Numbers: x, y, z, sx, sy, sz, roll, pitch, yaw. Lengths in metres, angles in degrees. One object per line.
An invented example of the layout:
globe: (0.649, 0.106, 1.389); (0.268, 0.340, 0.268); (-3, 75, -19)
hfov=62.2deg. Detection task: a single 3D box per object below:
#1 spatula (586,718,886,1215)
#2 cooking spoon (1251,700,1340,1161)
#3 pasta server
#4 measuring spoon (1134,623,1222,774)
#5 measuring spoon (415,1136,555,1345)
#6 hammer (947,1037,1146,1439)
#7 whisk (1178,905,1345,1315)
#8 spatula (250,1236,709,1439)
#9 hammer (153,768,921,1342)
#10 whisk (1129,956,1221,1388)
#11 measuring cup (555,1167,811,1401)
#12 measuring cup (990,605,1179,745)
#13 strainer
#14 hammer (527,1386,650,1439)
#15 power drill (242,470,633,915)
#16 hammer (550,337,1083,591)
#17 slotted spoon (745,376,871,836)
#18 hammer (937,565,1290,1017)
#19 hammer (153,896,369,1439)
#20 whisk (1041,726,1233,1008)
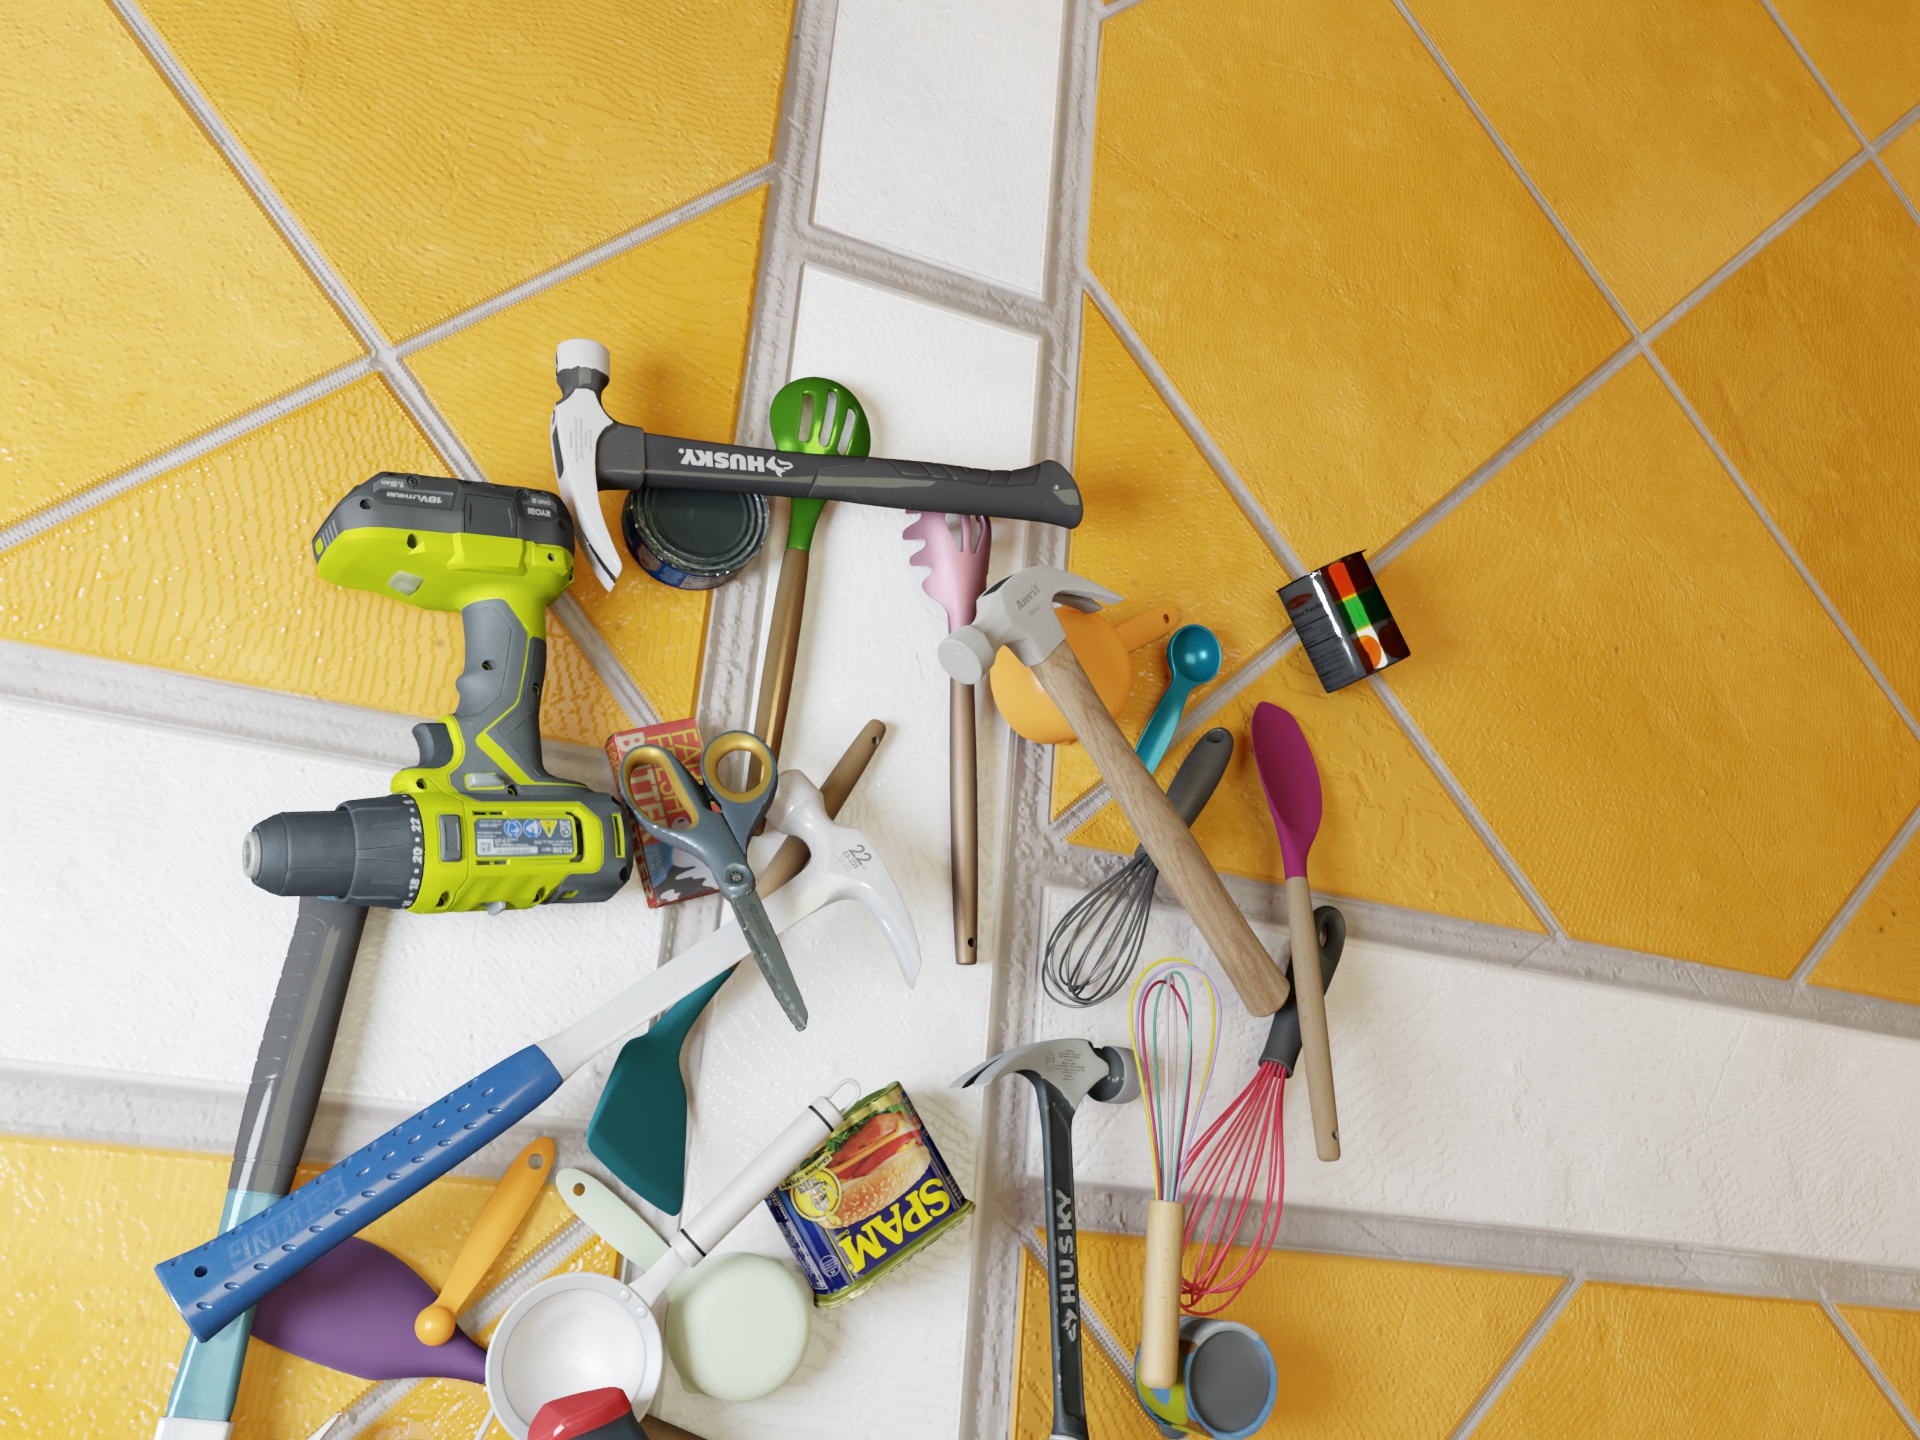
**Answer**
spatula: (-0.115, 0.122, 0.913); (0.082, 0.044, 0.318); (54, 54, -35)
cooking spoon: (0.224, 0.129, 1.048); (0.068, 0.017, 0.319); (22, 54, -34)
pasta server: (-0.002, -0.003, 1.015); (0.060, 0.040, 0.316); (4, 77, -23)
measuring spoon: (0.139, -0.008, 1.087); (0.042, 0.021, 0.129); (34, 73, -18)
measuring spoon: (-0.243, 0.266, 0.822); (0.021, 0.011, 0.117); (34, 55, -8)
hammer: (0.058, 0.380, 0.876); (0.149, 0.036, 0.409); (19, 62, -44)
whisk: (0.195, 0.238, 1.014); (0.073, 0.073, 0.296); (37, 57, -11)
spatula: (-0.217, 0.340, 0.816); (0.315, 0.018, 0.060); (29, 62, -13)
hammer: (-0.197, 0.172, 0.807); (0.405, 0.035, 0.144); (-32, 66, -30)
whisk: (0.119, 0.261, 0.938); (0.047, 0.051, 0.245); (17, 68, -29)
measuring cup: (-0.149, 0.295, 0.848); (0.167, 0.038, 0.083); (44, 62, -9)
measuring cup: (0.100, -0.046, 1.050); (0.173, 0.052, 0.095); (-26, 99, -33)
strainer: (-0.146, 0.279, 0.819); (0.258, 0.050, 0.087); (-42, 90, -18)
hammer: (-0.083, 0.480, 0.791); (0.386, 0.038, 0.143); (49, 62, -15)
power drill: (-0.279, -0.009, 0.843); (0.190, 0.080, 0.229); (3, 72, -37)
hammer: (-0.078, -0.143, 0.972); (0.334, 0.035, 0.146); (2, 71, -23)
slotted spoon: (-0.103, -0.080, 0.990); (0.070, 0.031, 0.314); (14, 71, -20)
hammer: (0.114, 0.049, 0.987); (0.331, 0.031, 0.130); (56, 50, -16)
hammer: (-0.342, 0.218, 0.780); (0.128, 0.033, 0.331); (12, 67, -14)
whisk: (0.121, 0.089, 1.033); (0.055, 0.055, 0.239); (41, 58, -8)
